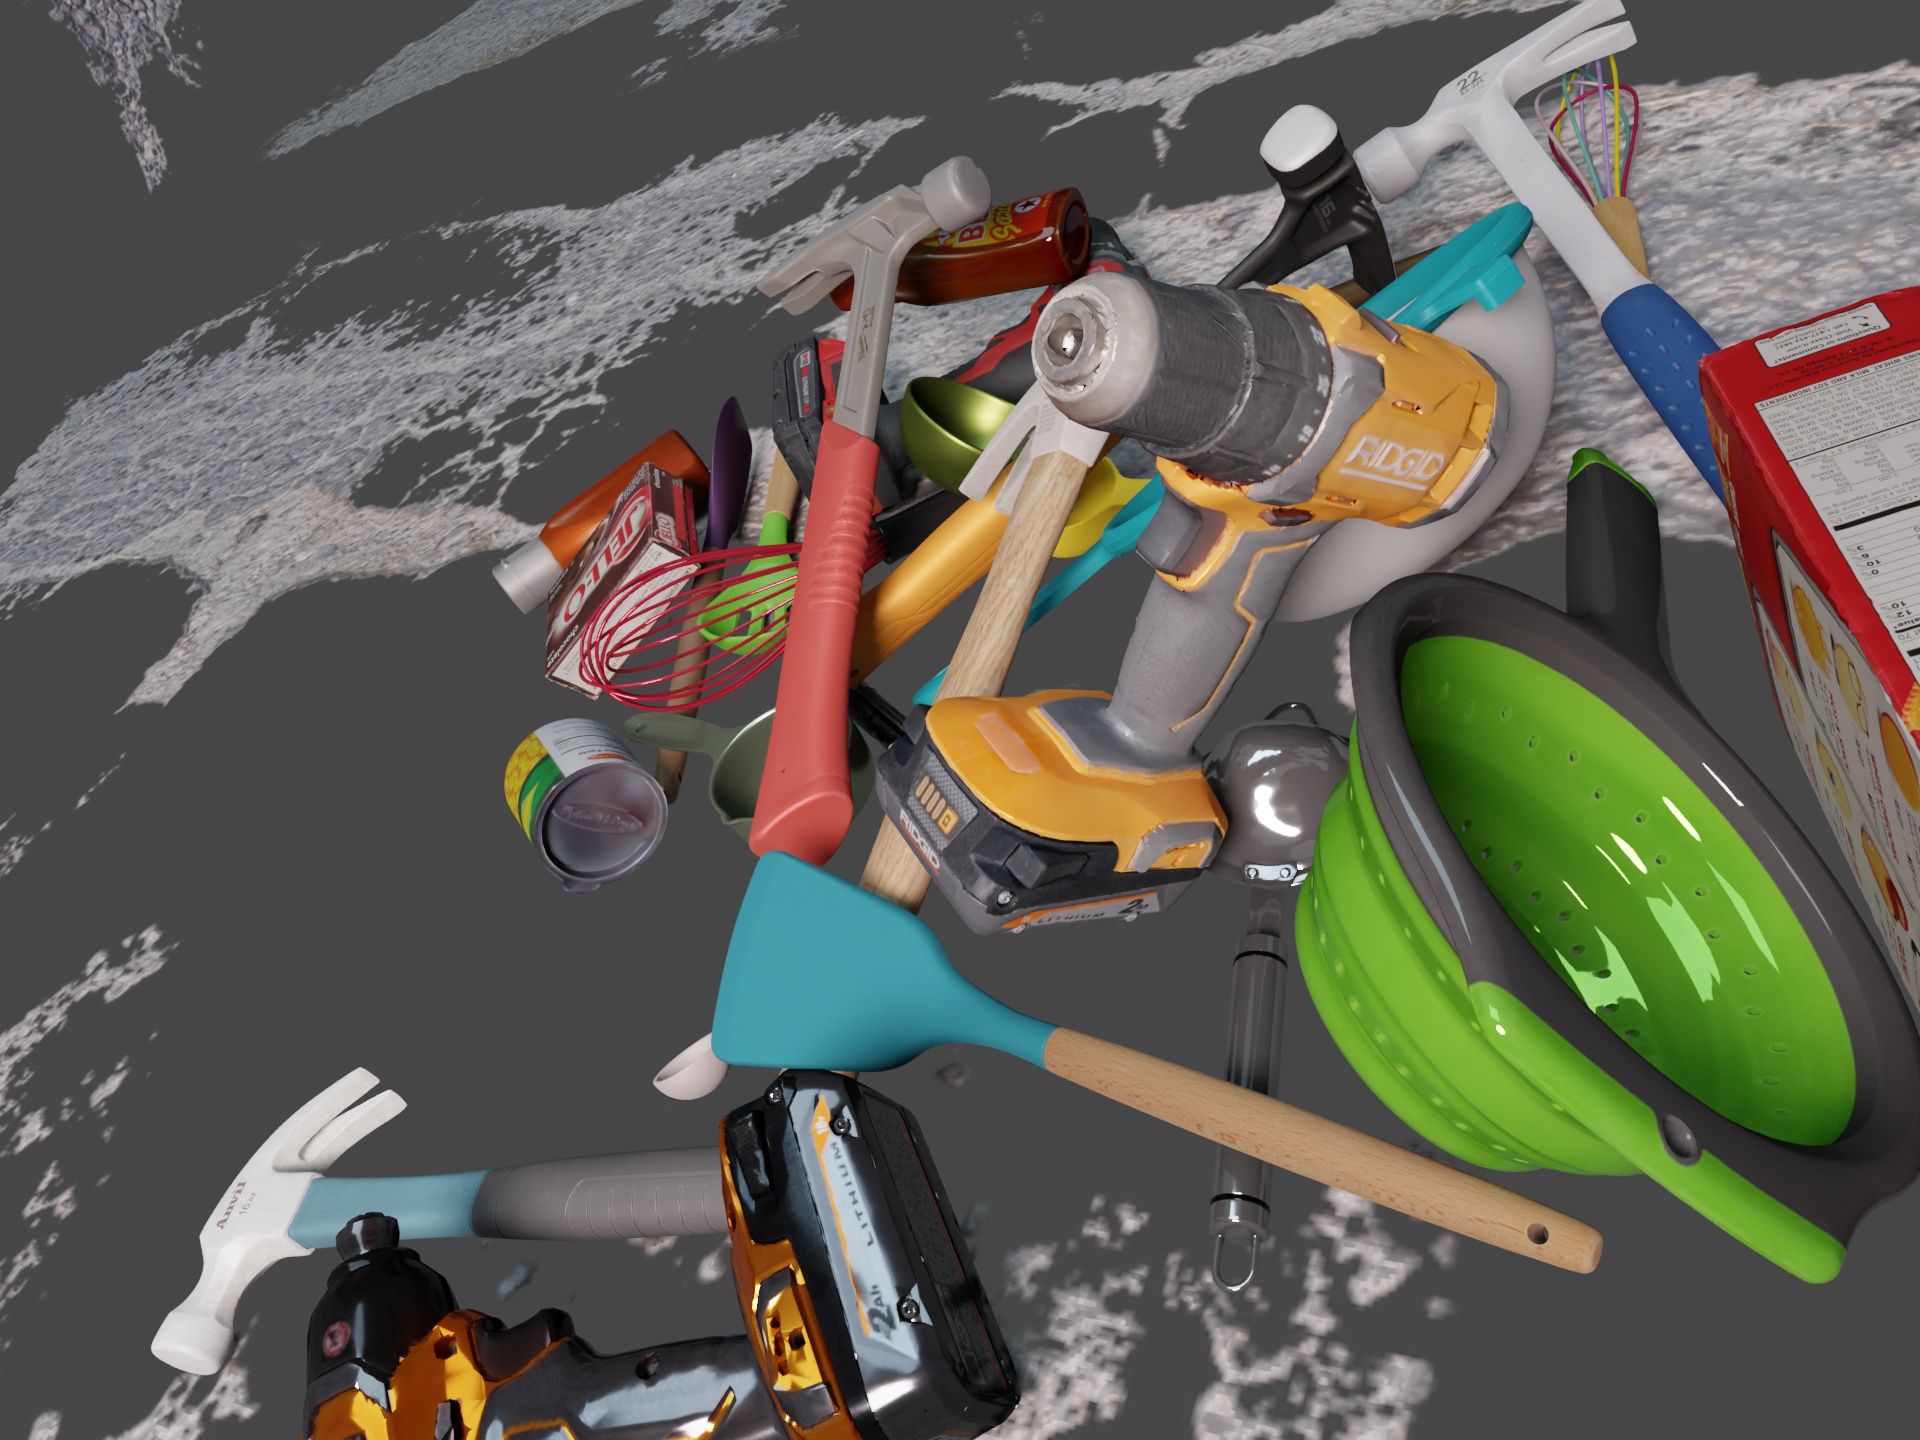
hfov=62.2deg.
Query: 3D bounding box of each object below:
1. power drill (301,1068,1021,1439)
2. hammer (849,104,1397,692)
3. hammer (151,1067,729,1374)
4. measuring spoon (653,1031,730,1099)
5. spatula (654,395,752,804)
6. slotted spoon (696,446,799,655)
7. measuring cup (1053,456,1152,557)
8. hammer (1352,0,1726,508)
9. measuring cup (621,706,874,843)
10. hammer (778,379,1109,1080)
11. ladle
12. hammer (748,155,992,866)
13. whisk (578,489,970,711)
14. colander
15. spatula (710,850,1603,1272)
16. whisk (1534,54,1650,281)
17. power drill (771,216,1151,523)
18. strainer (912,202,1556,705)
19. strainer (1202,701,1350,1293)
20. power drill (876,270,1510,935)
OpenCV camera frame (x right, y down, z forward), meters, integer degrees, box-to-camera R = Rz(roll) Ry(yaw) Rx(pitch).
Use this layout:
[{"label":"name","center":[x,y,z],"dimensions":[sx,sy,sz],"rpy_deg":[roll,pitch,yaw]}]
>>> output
[{"label":"power drill","center":[-0.113,0.203,0.517],"dimensions":[0.226,0.084,0.164],"rpy_deg":[-29,59,6]},{"label":"hammer","center":[0.060,-0.130,0.751],"dimensions":[0.337,0.127,0.034],"rpy_deg":[-41,54,8]},{"label":"hammer","center":[-0.179,0.195,0.641],"dimensions":[0.331,0.033,0.128],"rpy_deg":[-11,43,25]},{"label":"measuring spoon","center":[-0.071,0.117,0.653],"dimensions":[0.124,0.018,0.034],"rpy_deg":[-35,5,-30]},{"label":"spatula","center":[-0.146,-0.079,0.911],"dimensions":[0.018,0.059,0.316],"rpy_deg":[-6,48,9]},{"label":"slotted spoon","center":[-0.106,-0.133,0.956],"dimensions":[0.070,0.031,0.314],"rpy_deg":[-6,40,7]},{"label":"measuring cup","center":[0.100,-0.103,0.788],"dimensions":[0.156,0.029,0.062],"rpy_deg":[7,56,26]},{"label":"hammer","center":[0.294,-0.192,0.697],"dimensions":[0.144,0.035,0.406],"rpy_deg":[-33,41,23]},{"label":"measuring cup","center":[-0.109,0.023,0.779],"dimensions":[0.168,0.038,0.083],"rpy_deg":[11,54,44]},{"label":"hammer","center":[-0.001,-0.002,0.643],"dimensions":[0.130,0.031,0.331],"rpy_deg":[-2,65,67]},{"label":"ladle","center":[0.120,-0.192,0.804],"dimensions":[0.320,0.062,0.078],"rpy_deg":[-23,47,-6]},{"label":"hammer","center":[-0.062,-0.101,0.745],"dimensions":[0.149,0.036,0.359],"rpy_deg":[-19,53,39]},{"label":"whisk","center":[-0.057,-0.082,0.814],"dimensions":[0.296,0.073,0.073],"rpy_deg":[-27,35,-17]},{"label":"colander","center":[0.191,0.019,0.527],"dimensions":[0.094,0.204,0.397],"rpy_deg":[-50,6,37]},{"label":"spatula","center":[0.046,0.117,0.522],"dimensions":[0.318,0.044,0.082],"rpy_deg":[12,85,39]},{"label":"whisk","center":[0.323,-0.262,0.796],"dimensions":[0.047,0.051,0.245],"rpy_deg":[-30,36,39]},{"label":"power drill","center":[0.008,-0.212,0.926],"dimensions":[0.226,0.080,0.188],"rpy_deg":[-20,39,11]},{"label":"strainer","center":[0.122,-0.073,0.686],"dimensions":[0.340,0.095,0.211],"rpy_deg":[-38,6,28]},{"label":"strainer","center":[0.109,0.077,0.568],"dimensions":[0.087,0.050,0.259],"rpy_deg":[-2,49,19]},{"label":"power drill","center":[0.057,-0.036,0.507],"dimensions":[0.084,0.185,0.226],"rpy_deg":[51,123,34]}]
